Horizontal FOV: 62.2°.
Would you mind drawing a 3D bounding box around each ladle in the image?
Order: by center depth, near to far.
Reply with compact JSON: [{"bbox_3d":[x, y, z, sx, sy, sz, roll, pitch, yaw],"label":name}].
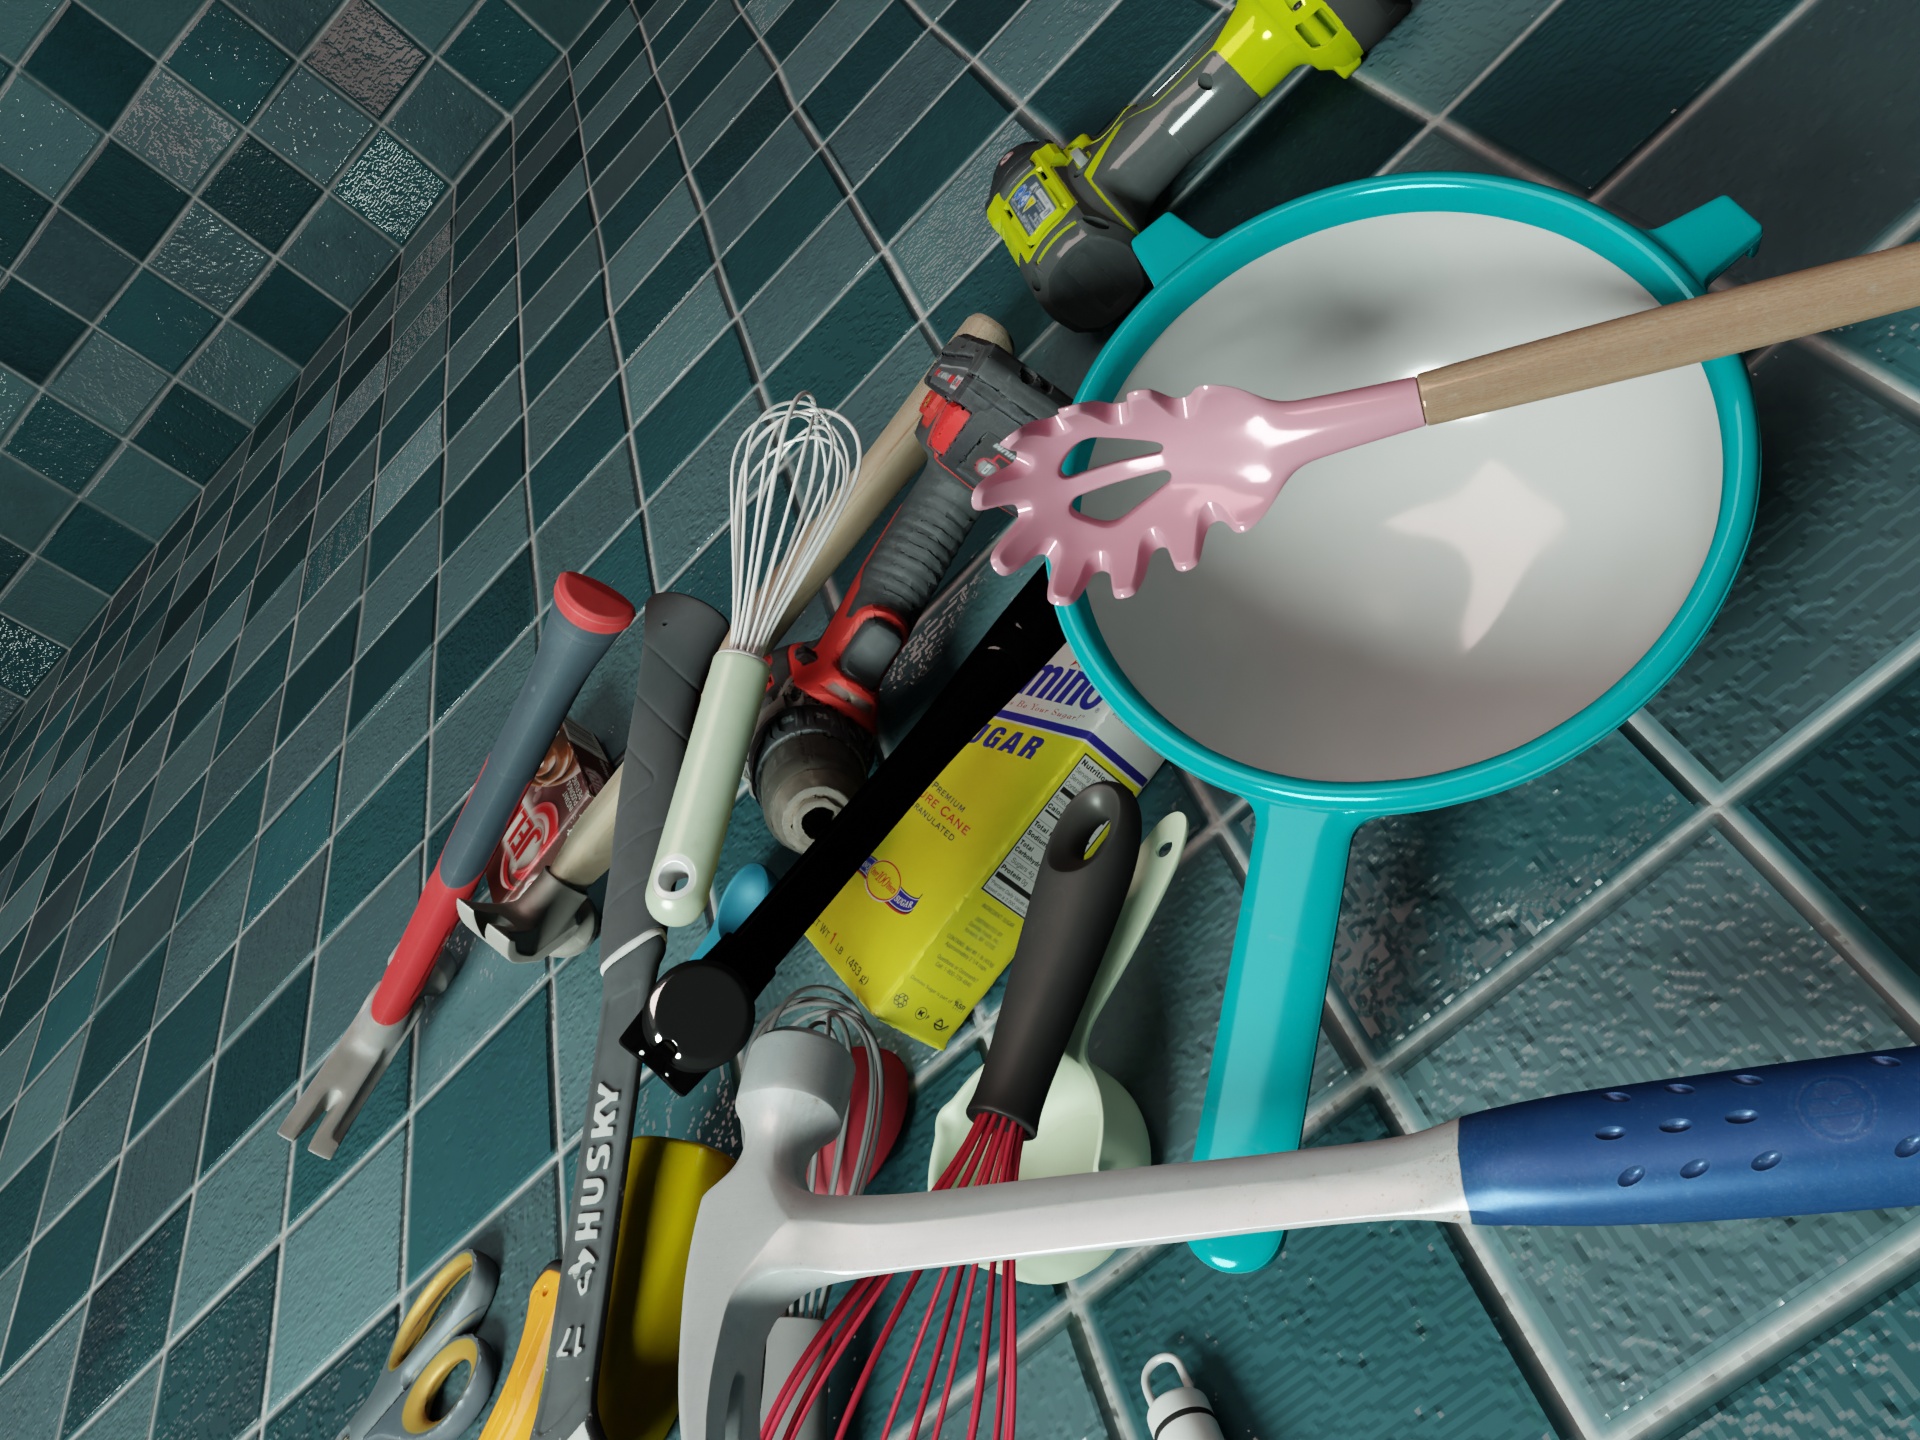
[{"bbox_3d":[-0.091,0.266,0.585,0.069,0.031,0.315,-3,60,46],"label":"ladle"}]

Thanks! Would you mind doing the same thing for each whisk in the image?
[{"bbox_3d":[0.005,0.141,0.486,0.073,0.073,0.296,-13,45,45],"label":"whisk"},{"bbox_3d":[-0.057,0.210,0.553,0.055,0.055,0.239,-20,58,40],"label":"whisk"},{"bbox_3d":[-0.090,-0.031,0.673,0.058,0.059,0.246,9,70,9],"label":"whisk"}]

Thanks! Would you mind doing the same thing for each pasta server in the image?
[{"bbox_3d":[0.157,-0.094,0.444,0.316,0.060,0.040,-12,21,18],"label":"pasta server"}]

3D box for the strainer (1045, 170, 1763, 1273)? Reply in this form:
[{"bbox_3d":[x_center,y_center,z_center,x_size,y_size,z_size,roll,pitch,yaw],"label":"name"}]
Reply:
[{"bbox_3d":[0.126,-0.001,0.502,0.211,0.095,0.340,7,77,27],"label":"strainer"}]

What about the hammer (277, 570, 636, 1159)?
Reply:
[{"bbox_3d":[-0.252,0.075,0.794,0.386,0.038,0.143,-53,11,39],"label":"hammer"}]

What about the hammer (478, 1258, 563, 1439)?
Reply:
[{"bbox_3d":[-0.215,0.376,0.609,0.127,0.034,0.337,-15,46,53],"label":"hammer"}]

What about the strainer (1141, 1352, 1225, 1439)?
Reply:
[{"bbox_3d":[0.090,0.251,0.369,0.087,0.050,0.259,-41,30,9],"label":"strainer"}]

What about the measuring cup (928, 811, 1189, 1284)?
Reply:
[{"bbox_3d":[0.049,0.111,0.544,0.083,0.038,0.168,7,64,52],"label":"measuring cup"}]

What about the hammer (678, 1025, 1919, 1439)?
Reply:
[{"bbox_3d":[0.108,0.112,0.372,0.405,0.035,0.144,-14,39,23],"label":"hammer"}]

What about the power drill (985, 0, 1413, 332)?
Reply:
[{"bbox_3d":[0.107,-0.324,0.828,0.223,0.080,0.171,-43,35,20],"label":"power drill"}]

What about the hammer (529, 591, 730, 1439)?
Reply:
[{"bbox_3d":[-0.141,0.117,0.658,0.149,0.036,0.409,-13,55,22],"label":"hammer"}]

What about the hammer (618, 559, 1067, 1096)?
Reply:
[{"bbox_3d":[-0.001,-0.002,0.581,0.335,0.035,0.146,-49,0,-21],"label":"hammer"}]

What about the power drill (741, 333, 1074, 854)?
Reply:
[{"bbox_3d":[-0.024,-0.051,0.699,0.226,0.080,0.188,-55,16,9],"label":"power drill"}]

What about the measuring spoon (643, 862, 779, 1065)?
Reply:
[{"bbox_3d":[-0.120,0.123,0.760,0.128,0.021,0.042,-54,33,16],"label":"measuring spoon"}]

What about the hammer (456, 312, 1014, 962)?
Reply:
[{"bbox_3d":[-0.105,-0.048,0.819,0.410,0.038,0.146,-53,-5,-6],"label":"hammer"}]
